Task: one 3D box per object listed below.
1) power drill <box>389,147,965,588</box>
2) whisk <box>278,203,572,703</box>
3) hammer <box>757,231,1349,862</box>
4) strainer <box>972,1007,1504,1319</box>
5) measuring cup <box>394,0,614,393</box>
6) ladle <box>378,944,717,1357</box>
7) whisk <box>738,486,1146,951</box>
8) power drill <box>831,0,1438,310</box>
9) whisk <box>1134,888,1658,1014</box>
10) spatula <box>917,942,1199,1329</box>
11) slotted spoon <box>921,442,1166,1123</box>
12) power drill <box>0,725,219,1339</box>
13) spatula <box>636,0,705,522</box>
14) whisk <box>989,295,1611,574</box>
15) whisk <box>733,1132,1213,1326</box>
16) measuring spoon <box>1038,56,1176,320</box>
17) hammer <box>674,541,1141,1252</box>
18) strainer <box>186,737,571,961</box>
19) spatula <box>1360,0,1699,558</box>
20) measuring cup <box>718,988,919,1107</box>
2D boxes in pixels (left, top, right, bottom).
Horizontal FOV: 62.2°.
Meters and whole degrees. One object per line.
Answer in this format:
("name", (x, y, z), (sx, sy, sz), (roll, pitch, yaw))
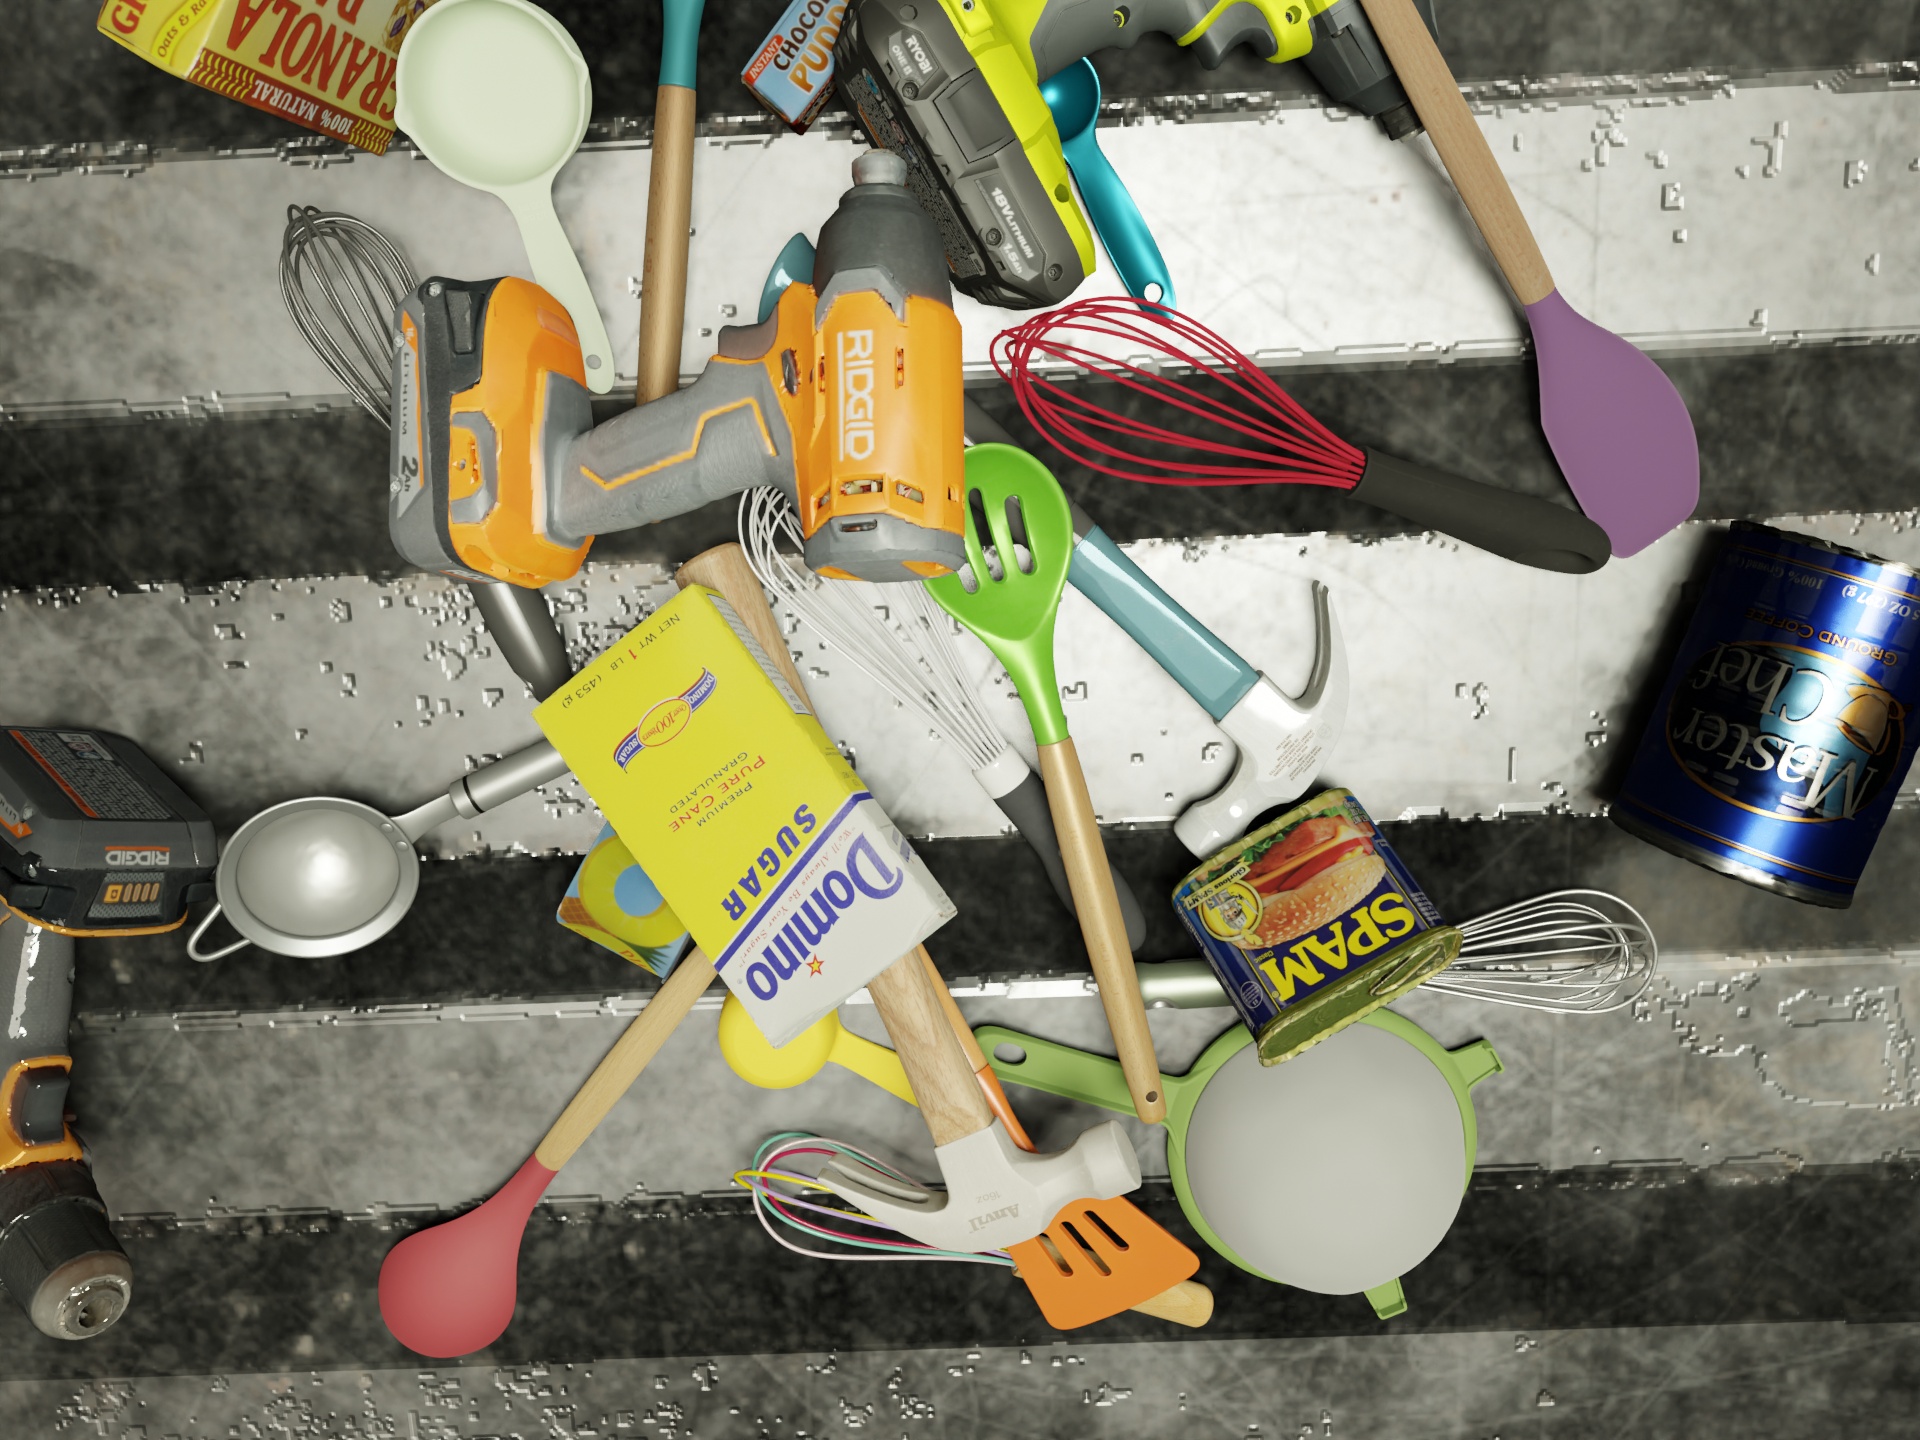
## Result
("power drill", (-0.107, -0.133, 0.628), (0.226, 0.084, 0.164), (-1, 86, 17))
("whisk", (-0.230, -0.112, 0.698), (0.055, 0.055, 0.239), (-22, 106, 5))
("hammer", (0.039, -0.085, 0.705), (0.331, 0.033, 0.128), (42, 100, -7))
("strainer", (0.126, 0.197, 0.744), (0.256, 0.069, 0.151), (17, 102, -4))
("measuring cup", (-0.180, -0.224, 0.683), (0.083, 0.038, 0.167), (-14, 118, 5))
("ladle", (-0.184, 0.194, 0.771), (0.069, 0.031, 0.315), (37, 98, -6))
("whisk", (-0.001, -0.002, 0.712), (0.070, 0.070, 0.284), (-36, 104, 8))
("power drill", (0.078, -0.267, 0.631), (0.223, 0.080, 0.171), (-35, 107, -5))
("whisk", (0.198, 0.115, 0.743), (0.246, 0.057, 0.059), (-5, 67, 5))
("spatula", (-0.004, 0.138, 0.736), (0.081, 0.041, 0.322), (-31, 87, 17))
("slotted spoon", (0.045, 0.033, 0.695), (0.070, 0.031, 0.313), (-18, 101, -9))
("power drill", (-0.396, 0.137, 0.694), (0.185, 0.084, 0.226), (28, 104, 36))
("spatula", (-0.124, -0.241, 0.669), (0.082, 0.044, 0.317), (5, 103, -4))
("whisk", (0.150, -0.111, 0.672), (0.295, 0.073, 0.073), (16, 102, -15))
("whisk", (0.007, 0.253, 0.777), (0.245, 0.051, 0.047), (19, 122, -7))
("measuring spoon", (0.058, -0.228, 0.687), (0.042, 0.021, 0.128), (-33, 109, -3))
("hammer", (-0.047, 0.078, 0.705), (0.130, 0.031, 0.331), (-25, 87, 12))
("strainer", (-0.233, 0.039, 0.732), (0.258, 0.050, 0.086), (-25, 125, 0))
("spatula", (0.229, -0.198, 0.655), (0.060, 0.018, 0.315), (-37, 114, 7))
("measuring cup", (-0.043, 0.169, 0.760), (0.156, 0.029, 0.062), (25, 101, -3))
